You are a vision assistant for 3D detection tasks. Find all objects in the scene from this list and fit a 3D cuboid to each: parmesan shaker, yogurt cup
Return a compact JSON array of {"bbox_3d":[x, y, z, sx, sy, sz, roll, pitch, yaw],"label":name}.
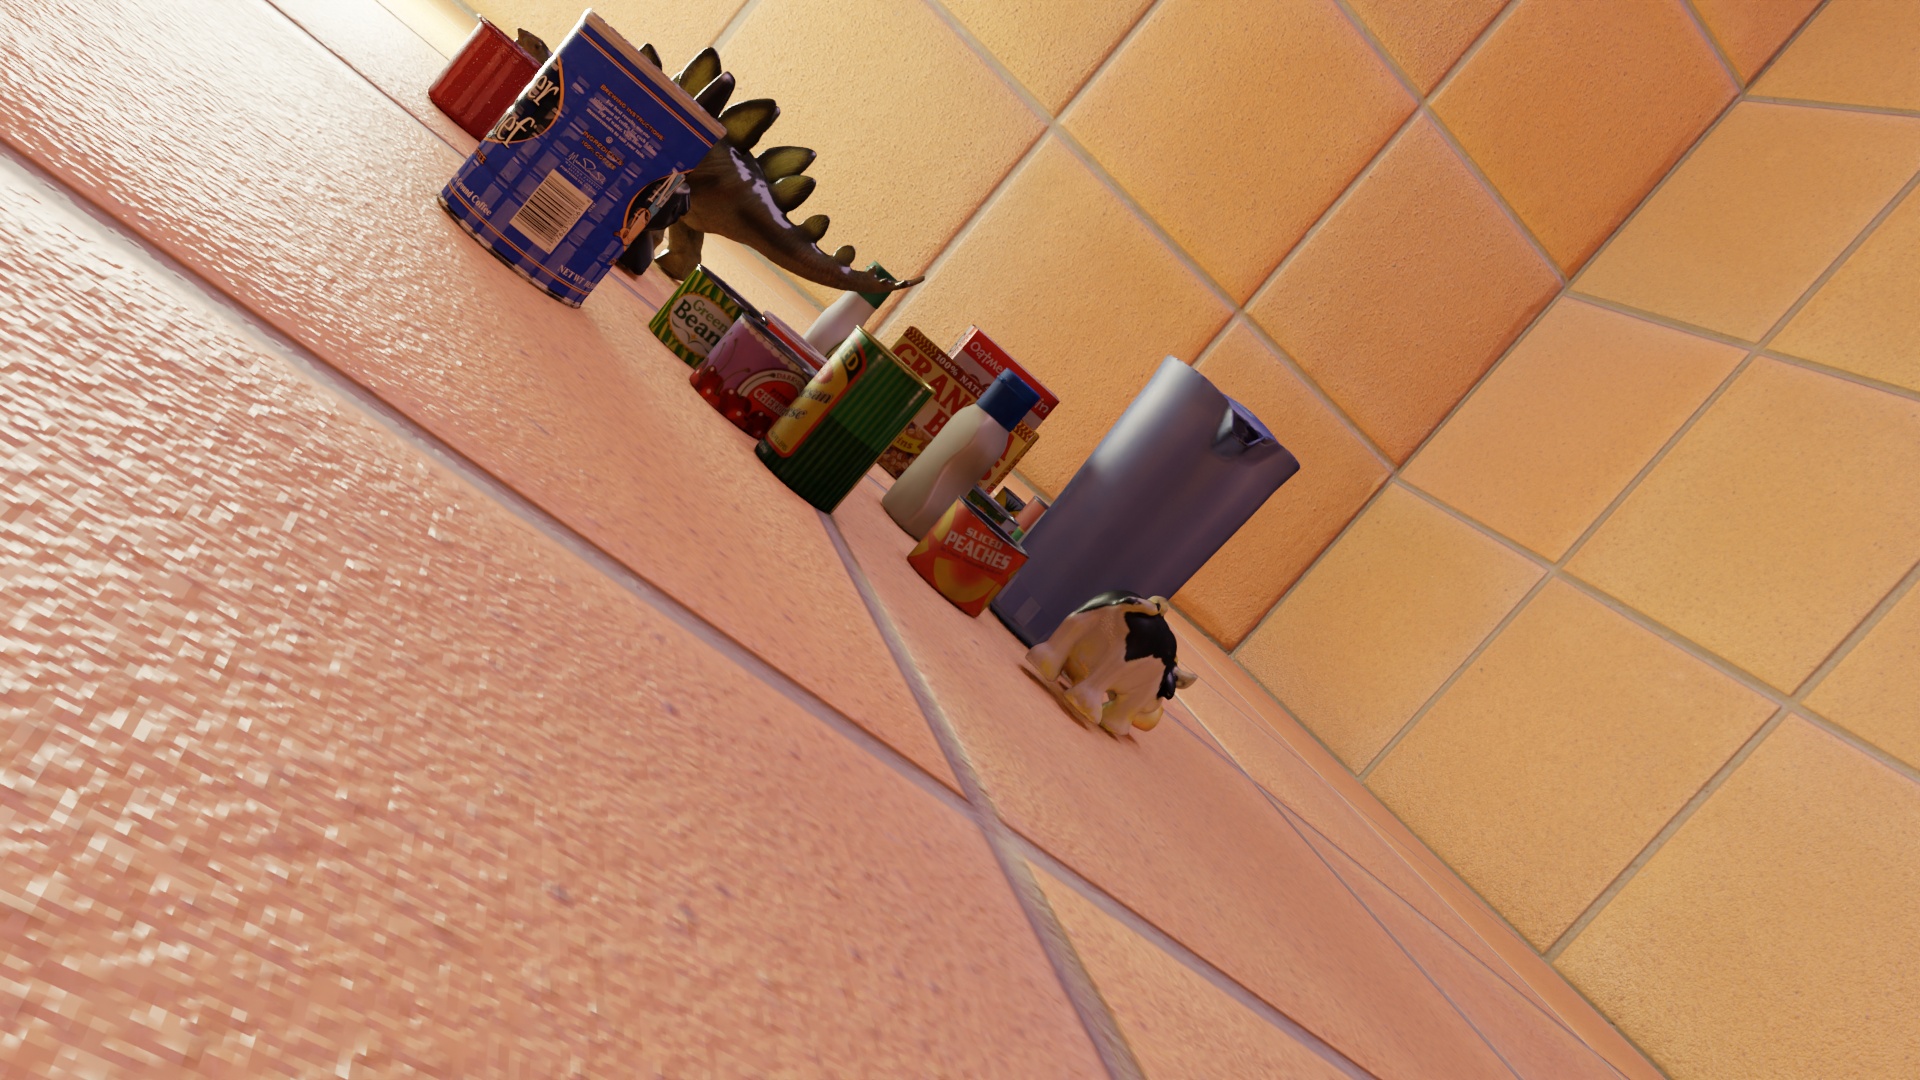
[{"bbox_3d":[-0.072,-0.075,0.876,0.071,0.103,0.071,41,5,-4],"label":"parmesan shaker"},{"bbox_3d":[-0.155,-0.152,1.168,0.072,0.054,0.072,41,5,-4],"label":"yogurt cup"}]

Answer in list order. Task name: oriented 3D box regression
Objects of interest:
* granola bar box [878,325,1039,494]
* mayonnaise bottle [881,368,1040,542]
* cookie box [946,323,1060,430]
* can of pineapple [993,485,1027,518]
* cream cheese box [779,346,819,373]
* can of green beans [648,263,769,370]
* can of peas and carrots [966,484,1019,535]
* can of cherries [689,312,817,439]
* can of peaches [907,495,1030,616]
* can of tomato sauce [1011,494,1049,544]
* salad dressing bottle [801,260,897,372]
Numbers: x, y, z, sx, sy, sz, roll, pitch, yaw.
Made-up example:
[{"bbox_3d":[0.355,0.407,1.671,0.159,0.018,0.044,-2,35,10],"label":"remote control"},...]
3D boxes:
[{"bbox_3d":[-0.025,-0.110,1.355,0.166,0.124,0.039,42,5,11],"label":"granola bar box"},{"bbox_3d":[0.002,-0.068,1.094,0.041,0.148,0.065,38,6,-32],"label":"mayonnaise bottle"},{"bbox_3d":[0.006,-0.129,1.488,0.123,0.167,0.040,39,5,-19],"label":"cookie box"},{"bbox_3d":[0.053,-0.015,1.492,0.071,0.058,0.071,41,5,-4],"label":"can of pineapple"},{"bbox_3d":[-0.122,-0.103,1.016,0.024,0.053,0.103,44,6,26],"label":"cream cheese box"},{"bbox_3d":[-0.181,-0.156,1.000,0.071,0.058,0.071,41,5,-4],"label":"can of green beans"},{"bbox_3d":[0.004,-0.014,1.152,0.071,0.058,0.071,41,5,-4],"label":"can of peas and carrots"},{"bbox_3d":[-0.136,-0.108,0.925,0.071,0.058,0.071,41,5,-4],"label":"can of cherries"},{"bbox_3d":[0.005,0.012,0.964,0.071,0.058,0.071,41,5,-4],"label":"can of peaches"},{"bbox_3d":[0.062,0.013,1.207,0.071,0.083,0.071,41,5,-4],"label":"can of tomato sauce"},{"bbox_3d":[-0.125,-0.225,1.450,0.044,0.147,0.064,42,5,4],"label":"salad dressing bottle"}]
